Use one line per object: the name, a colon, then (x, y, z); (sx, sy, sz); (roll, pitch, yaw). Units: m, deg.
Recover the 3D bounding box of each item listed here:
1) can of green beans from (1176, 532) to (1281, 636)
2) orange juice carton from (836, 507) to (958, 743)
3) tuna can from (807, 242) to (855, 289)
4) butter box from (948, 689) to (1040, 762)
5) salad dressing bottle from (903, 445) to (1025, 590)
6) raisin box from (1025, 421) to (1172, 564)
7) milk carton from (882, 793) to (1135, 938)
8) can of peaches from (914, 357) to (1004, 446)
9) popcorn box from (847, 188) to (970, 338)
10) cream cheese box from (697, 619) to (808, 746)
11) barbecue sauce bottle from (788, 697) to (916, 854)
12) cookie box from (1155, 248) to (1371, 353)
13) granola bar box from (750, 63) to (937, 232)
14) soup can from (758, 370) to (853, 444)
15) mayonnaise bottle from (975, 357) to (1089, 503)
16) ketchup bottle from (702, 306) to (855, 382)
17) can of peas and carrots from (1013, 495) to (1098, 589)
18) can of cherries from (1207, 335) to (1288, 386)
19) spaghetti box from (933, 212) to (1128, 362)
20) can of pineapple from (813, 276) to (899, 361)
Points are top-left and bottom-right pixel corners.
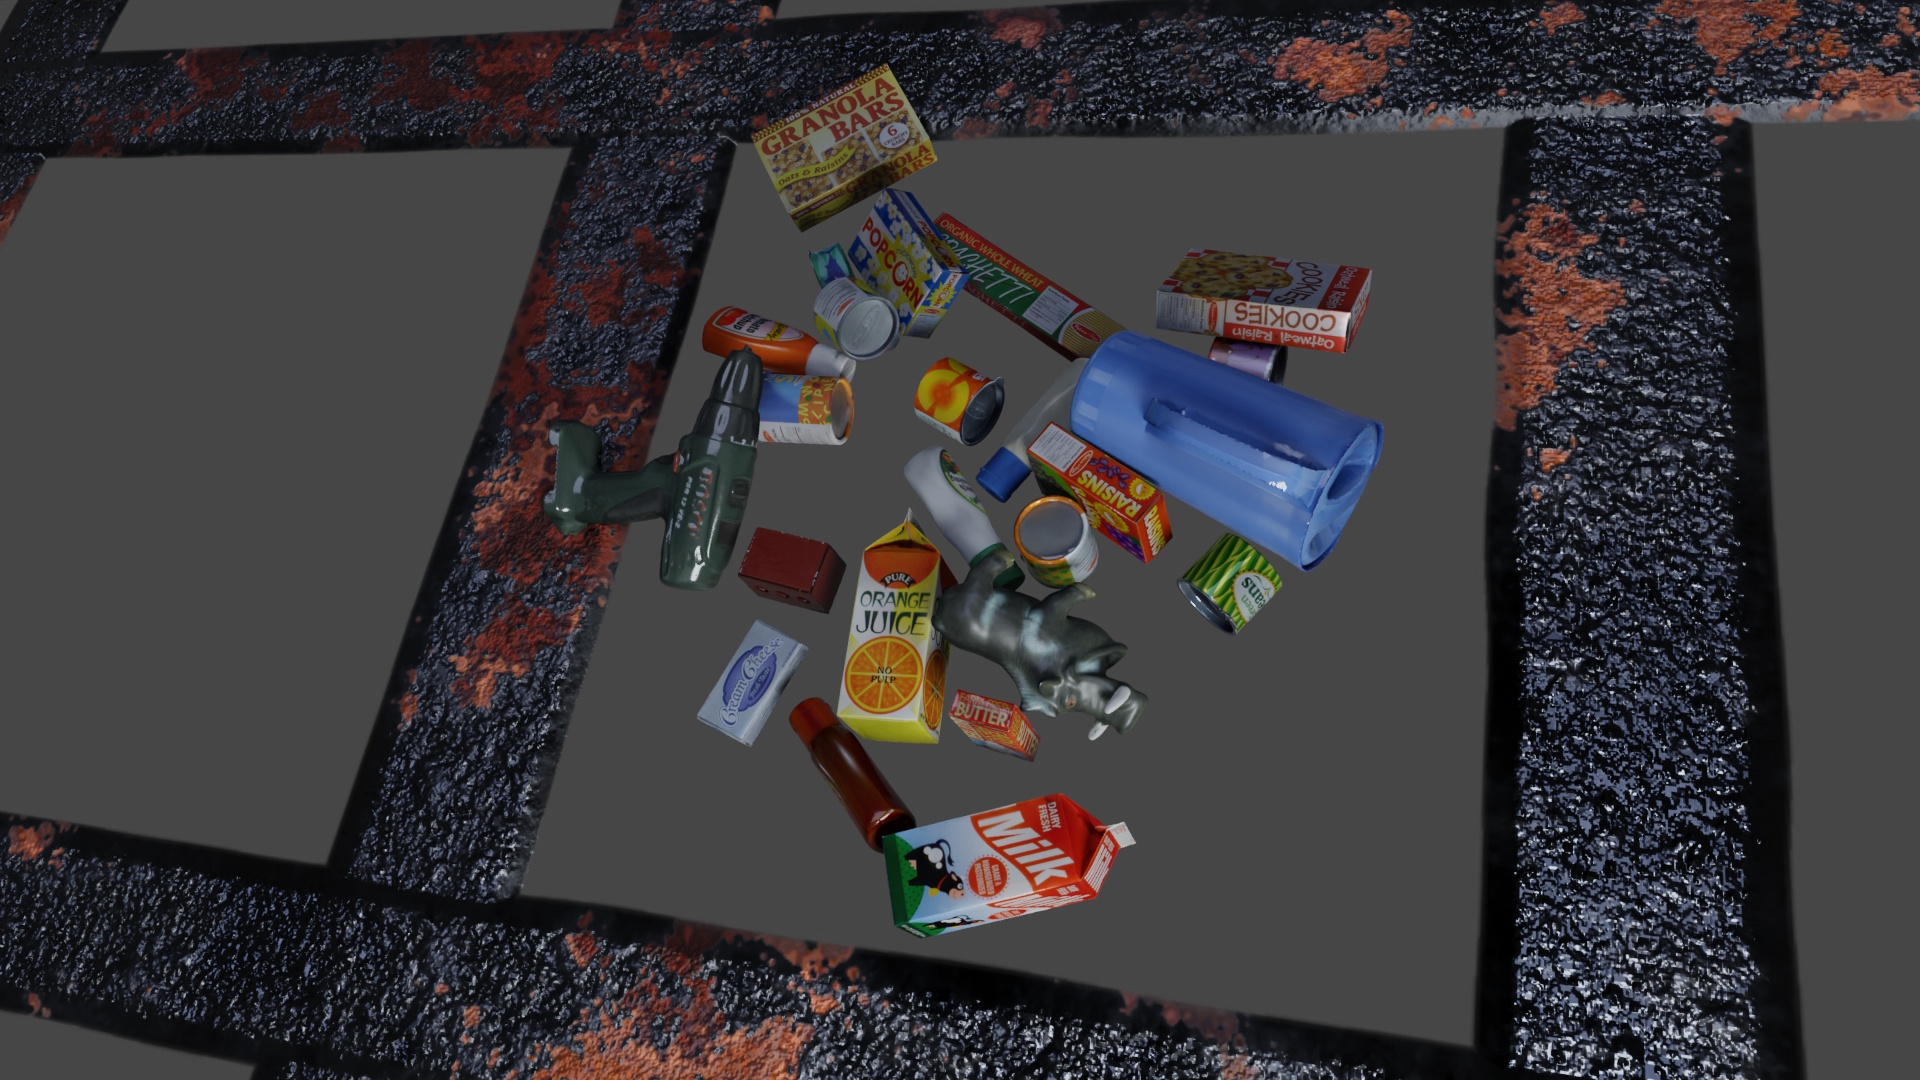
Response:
can of green beans: (0.223, 0.036, 1.151); (0.058, 0.071, 0.071); (-44, 63, -7)
orange juice carton: (-0.049, 0.073, 1.205); (0.073, 0.071, 0.193); (1, 67, 15)
tuna can: (-0.124, -0.263, 1.382); (0.033, 0.071, 0.071); (-23, 62, 3)
butter box: (0.029, 0.152, 1.130); (0.053, 0.103, 0.024); (13, 71, 20)
salad dressing bottle: (0.004, -0.016, 1.241); (0.044, 0.064, 0.148); (-38, 70, 12)
raisin box: (0.121, -0.041, 1.203); (0.123, 0.086, 0.040); (36, 77, 27)
milk carton: (0.042, 0.253, 1.097); (0.190, 0.072, 0.074); (-15, 63, 8)
can of peaches: (0.000, -0.131, 1.289); (0.058, 0.071, 0.071); (30, 77, 26)
popcorn box: (-0.053, -0.272, 1.360); (0.084, 0.038, 0.127); (-53, 56, 34)
cream cheese box: (-0.186, 0.127, 1.244); (0.053, 0.024, 0.104); (24, 74, 24)
barbecue sauce bottle: (-0.094, 0.194, 1.170); (0.044, 0.064, 0.149); (-38, 53, -6)
cookie box: (0.271, -0.214, 1.234); (0.167, 0.040, 0.123); (11, 32, 20)
granola bar box: (-0.124, -0.415, 1.469); (0.165, 0.039, 0.124); (-27, 63, 2)
soup can: (-0.151, -0.128, 1.328); (0.084, 0.071, 0.071); (3, 67, 16)
mayonnaise bottle: (0.075, -0.100, 1.259); (0.041, 0.065, 0.148); (42, 84, -12)
ketchup bottle: (-0.177, -0.188, 1.371); (0.149, 0.043, 0.065); (20, 35, 15)
can of peas and carrots: (0.081, 0.001, 1.210); (0.071, 0.058, 0.071); (-6, 64, 13)
can of cherries: (0.251, -0.147, 1.228); (0.058, 0.071, 0.072); (15, 71, 21)
spaghetti box: (0.057, -0.240, 1.344); (0.250, 0.028, 0.050); (38, 81, 27)
can of pineapple: (-0.100, -0.213, 1.338); (0.071, 0.070, 0.058); (-40, 43, -5)
